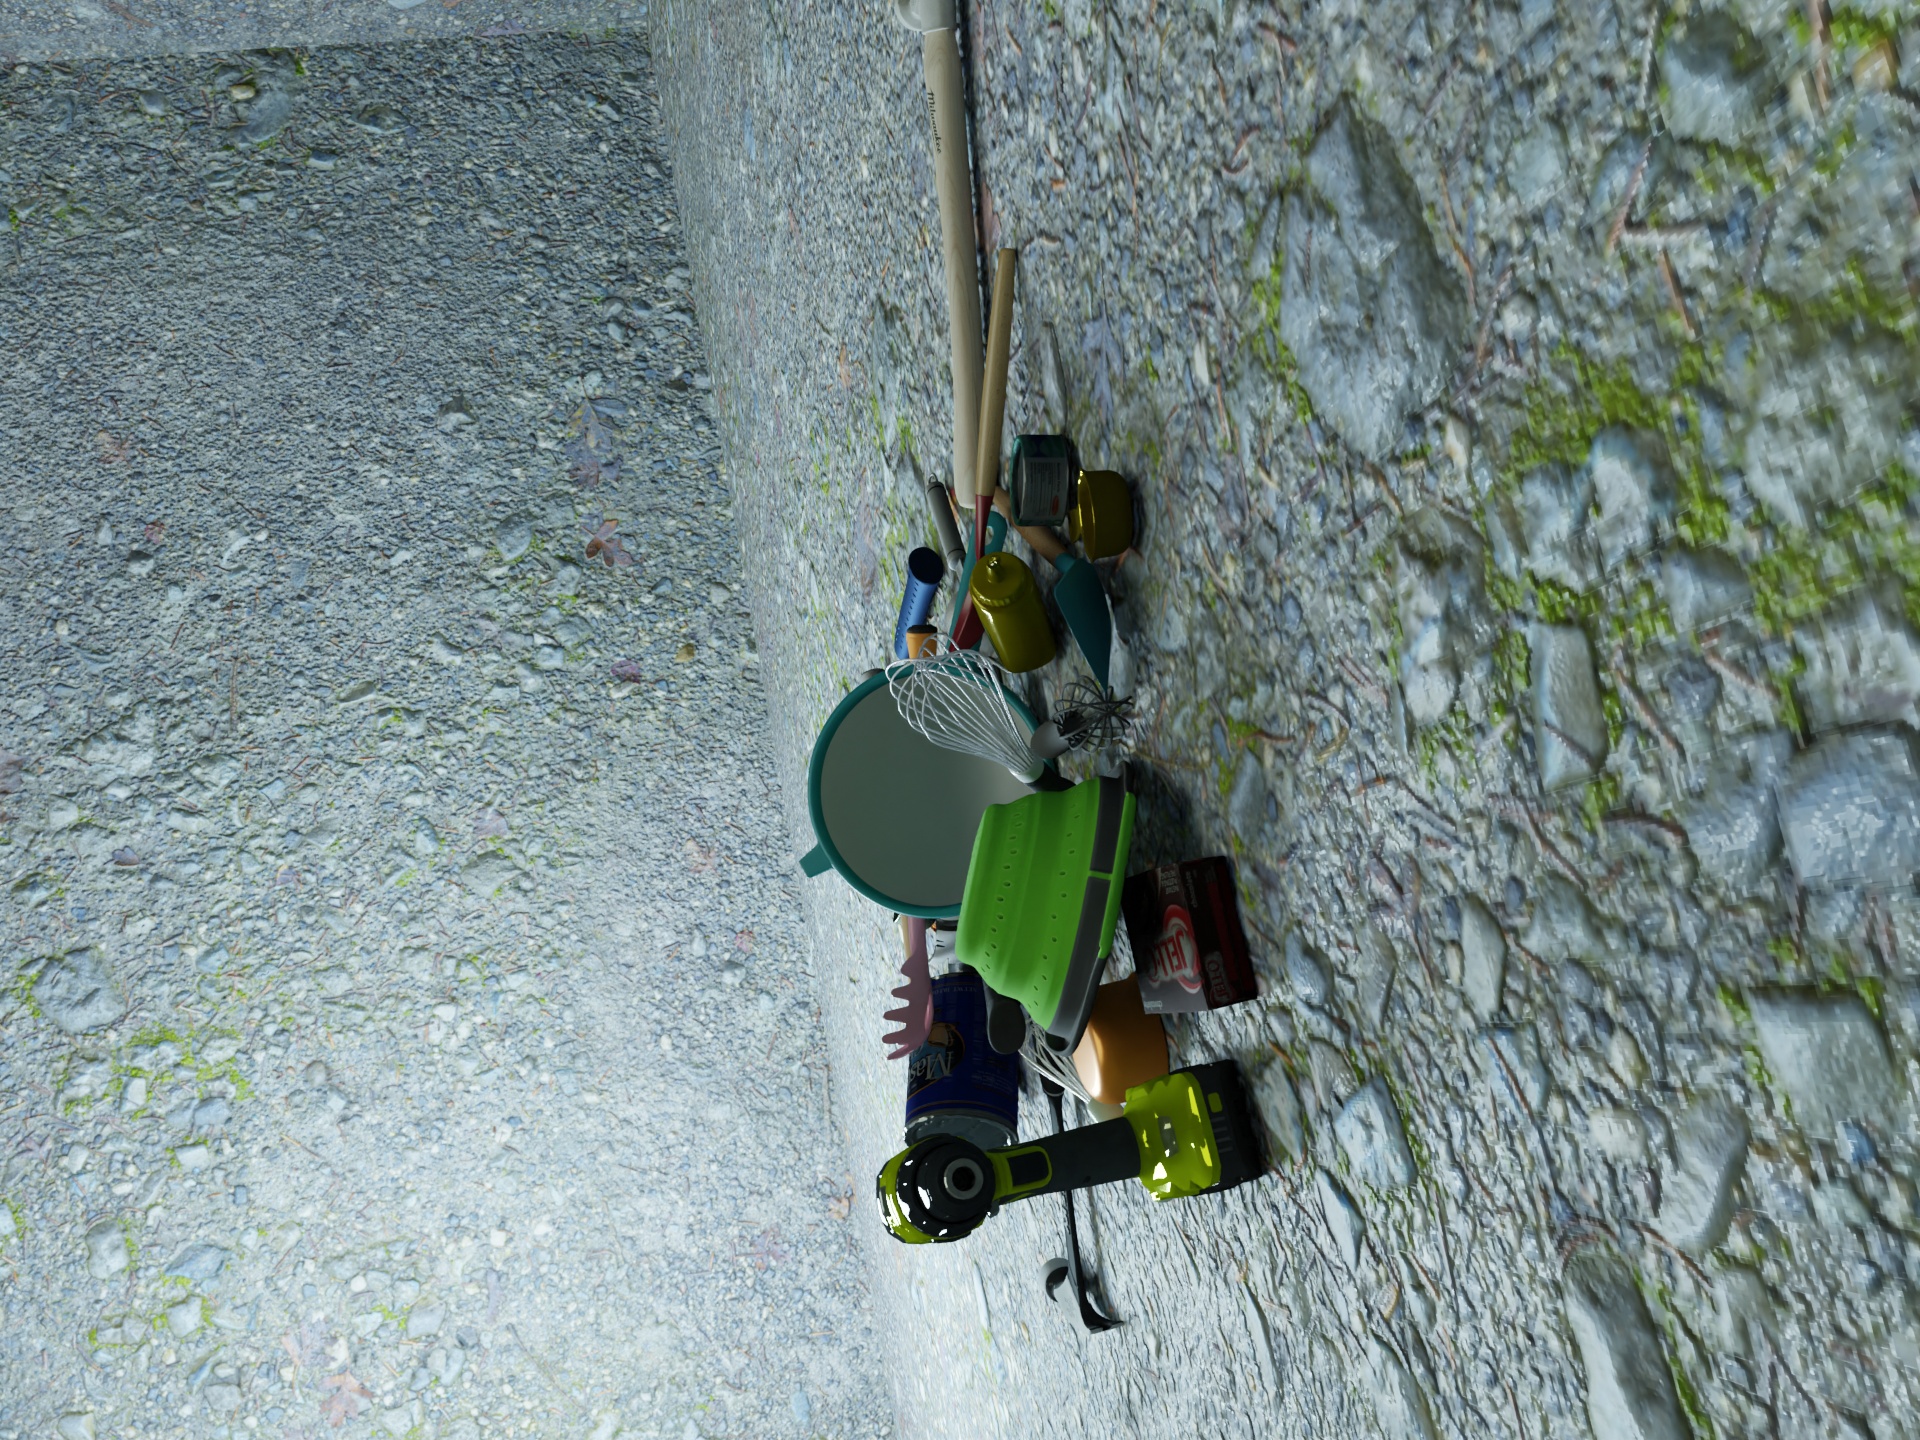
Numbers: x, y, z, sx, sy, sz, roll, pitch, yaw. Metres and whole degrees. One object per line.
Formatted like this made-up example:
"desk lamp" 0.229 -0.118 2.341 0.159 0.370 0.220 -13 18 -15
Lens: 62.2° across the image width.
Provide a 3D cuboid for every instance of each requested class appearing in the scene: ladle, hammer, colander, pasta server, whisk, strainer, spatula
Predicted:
"ladle" 0.020 -0.200 1.224 0.069 0.031 0.315 -94 9 -72
"hammer" 0.083 0.339 1.394 0.149 0.036 0.409 -165 66 -75
"hammer" 0.002 -0.371 1.255 0.146 0.038 0.410 -136 38 -67
"colander" 0.046 0.144 1.162 0.397 0.094 0.205 101 -179 -71
"pasta server" -0.047 0.136 1.397 0.060 0.040 0.316 50 -143 -73
"hammer" 0.022 0.158 1.416 0.335 0.035 0.146 -99 7 -51
"whisk" 0.031 0.018 1.104 0.284 0.070 0.070 43 -155 -54
"strainer" -0.002 -0.004 1.344 0.095 0.211 0.340 15 -92 -76
"whisk" 0.079 0.007 1.159 0.239 0.055 0.055 133 127 -79
"hammer" -0.024 0.058 1.485 0.127 0.034 0.337 98 168 -58
"hammer" -0.062 -0.066 1.736 0.405 0.035 0.144 111 148 -65
"spatula" 0.058 -0.120 1.164 0.082 0.044 0.318 59 180 -27
"whisk" 0.106 0.296 1.243 0.247 0.059 0.057 -134 30 -60
"strainer" -0.003 -0.138 1.430 0.086 0.050 0.259 115 150 -41

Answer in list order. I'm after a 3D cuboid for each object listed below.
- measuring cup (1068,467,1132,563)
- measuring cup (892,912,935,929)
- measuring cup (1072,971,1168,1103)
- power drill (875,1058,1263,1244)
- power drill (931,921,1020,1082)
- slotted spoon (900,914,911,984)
"measuring cup" 0.092 -0.135 1.072 0.156 0.029 0.062 -122 25 -87
"measuring cup" -0.025 0.138 1.560 0.168 0.038 0.083 -71 6 -51
"measuring cup" 0.102 0.240 1.200 0.173 0.052 0.095 153 107 -74
"power drill" 0.064 0.275 0.994 0.190 0.228 0.080 116 143 -68
"power drill" 0.002 0.271 1.603 0.164 0.084 0.226 -156 62 -75
"slotted spoon" -0.050 0.118 1.440 0.070 0.031 0.314 9 -107 -62
